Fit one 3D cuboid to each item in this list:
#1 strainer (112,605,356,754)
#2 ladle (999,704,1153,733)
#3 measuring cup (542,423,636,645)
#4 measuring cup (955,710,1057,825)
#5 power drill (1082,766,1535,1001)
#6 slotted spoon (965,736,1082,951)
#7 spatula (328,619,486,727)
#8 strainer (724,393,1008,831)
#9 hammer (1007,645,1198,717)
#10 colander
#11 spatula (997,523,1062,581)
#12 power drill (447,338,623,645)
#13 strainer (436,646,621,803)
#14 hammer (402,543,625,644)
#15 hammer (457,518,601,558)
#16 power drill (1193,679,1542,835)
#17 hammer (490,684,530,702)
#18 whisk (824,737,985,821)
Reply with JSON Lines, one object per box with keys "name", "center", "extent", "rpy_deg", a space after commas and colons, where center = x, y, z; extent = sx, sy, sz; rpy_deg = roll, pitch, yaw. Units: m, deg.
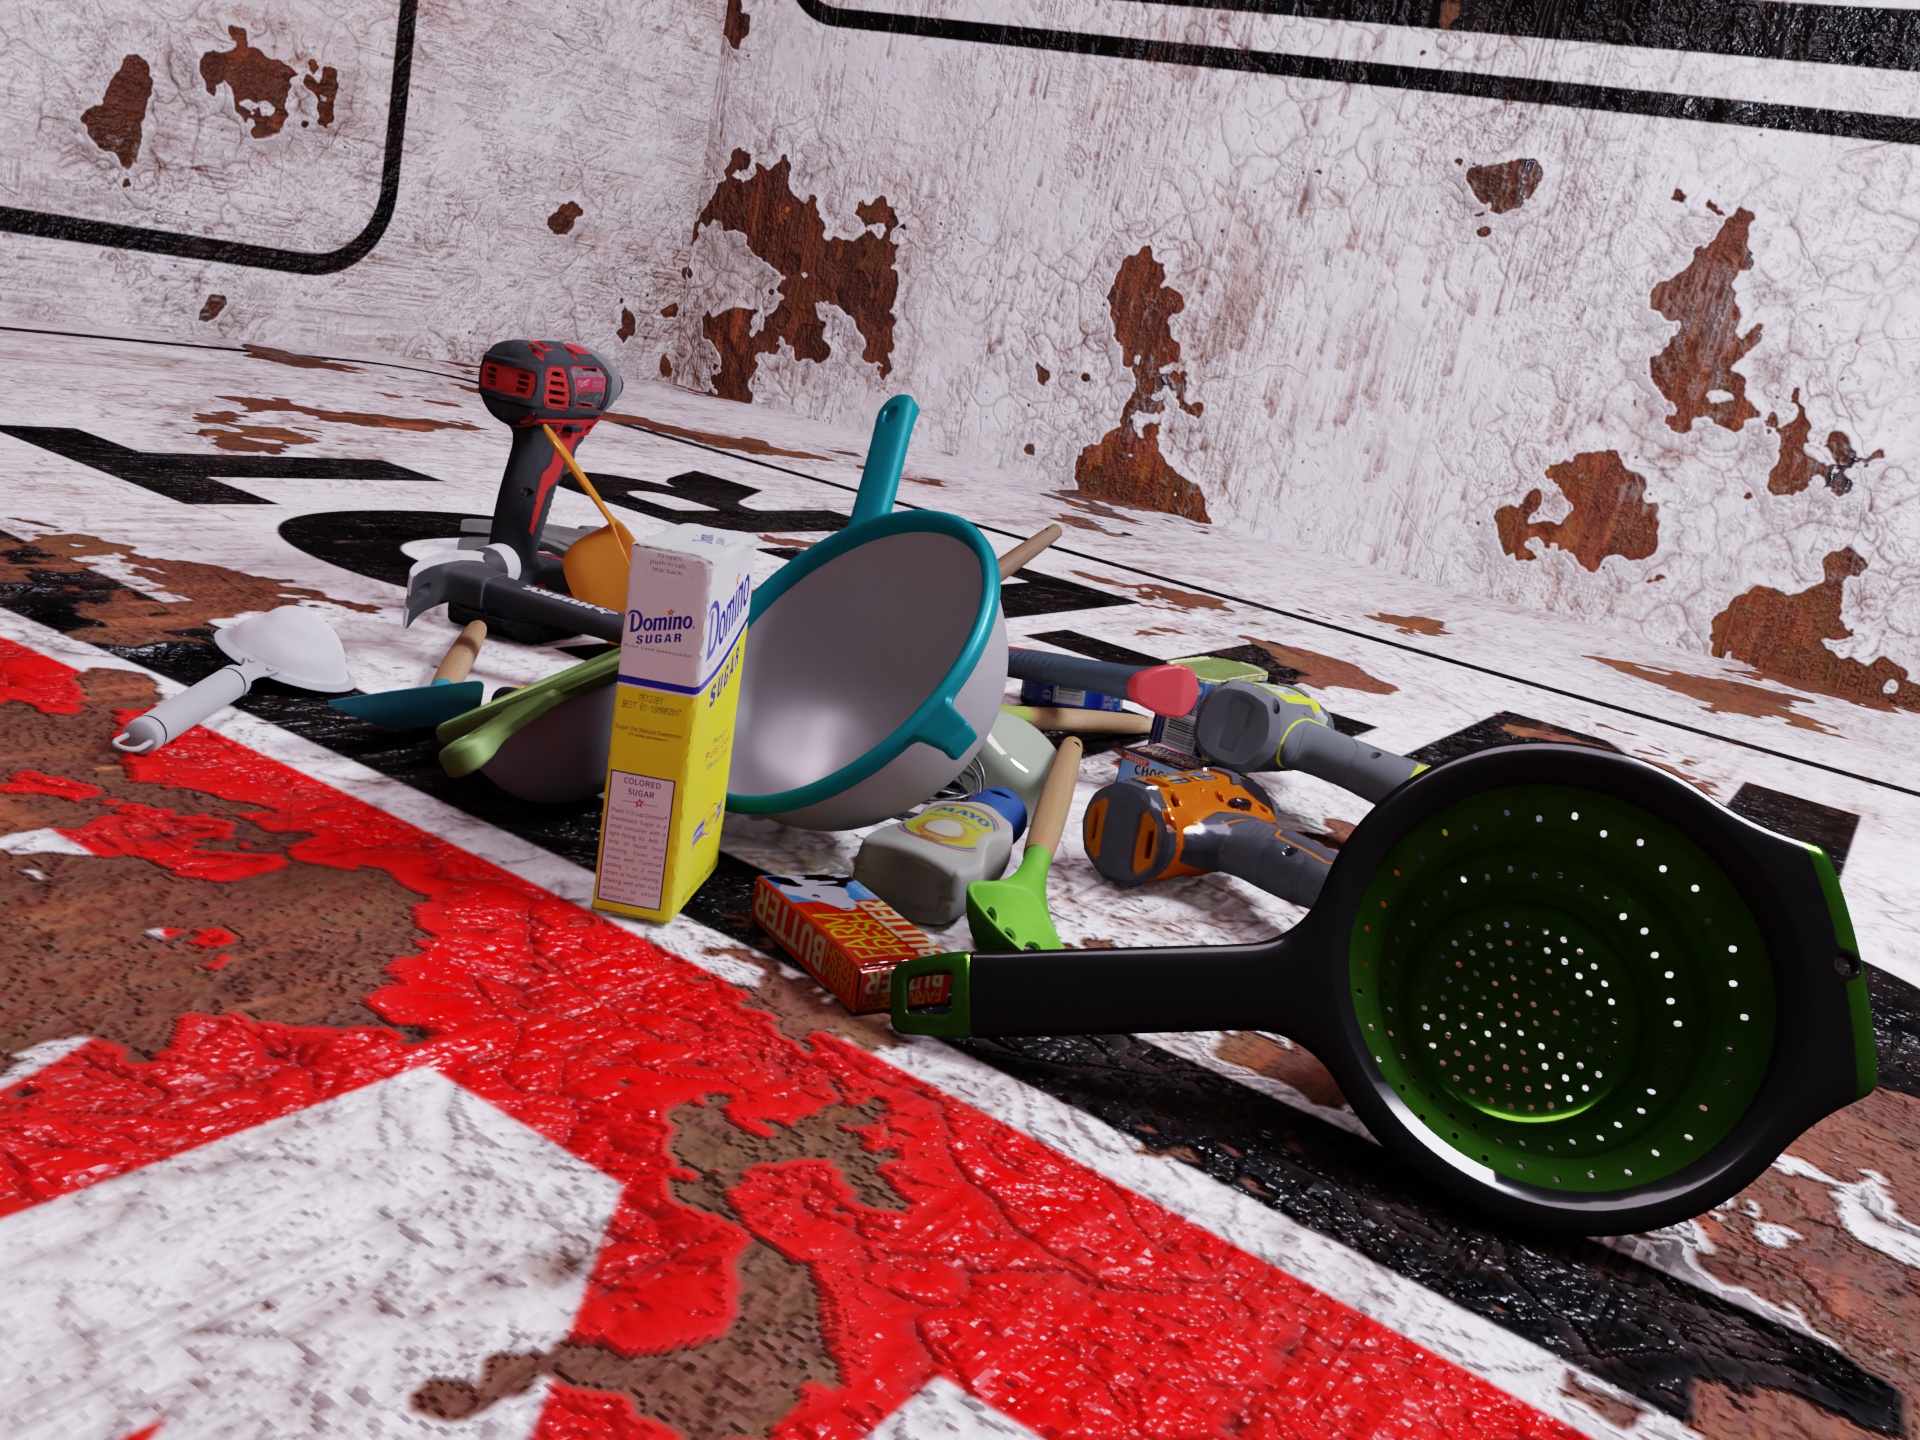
{"name": "strainer", "center": [-0.416, -0.026, 0.921], "extent": [0.087, 0.050, 0.258], "rpy_deg": [25, 17, -6]}
{"name": "ladle", "center": [0.058, 0.009, 1.175], "extent": [0.078, 0.062, 0.320], "rpy_deg": [29, 15, 33]}
{"name": "measuring cup", "center": [-0.275, -0.131, 1.161], "extent": [0.052, 0.173, 0.095], "rpy_deg": [-28, 28, 2]}
{"name": "measuring cup", "center": [-0.002, -0.003, 1.008], "extent": [0.167, 0.038, 0.083], "rpy_deg": [42, 26, 1]}
{"name": "power drill", "center": [0.205, 0.081, 0.920], "extent": [0.227, 0.084, 0.164], "rpy_deg": [18, 15, 39]}
{"name": "slotted spoon", "center": [0.047, 0.067, 0.873], "extent": [0.070, 0.031, 0.314], "rpy_deg": [40, 21, -5]}
{"name": "spatula", "center": [-0.328, -0.037, 1.018], "extent": [0.082, 0.044, 0.318], "rpy_deg": [-9, 16, -8]}
{"name": "strainer", "center": [-0.042, -0.059, 0.937], "extent": [0.211, 0.095, 0.341], "rpy_deg": [-18, 41, 27]}
{"name": "hammer", "center": [0.037, -0.047, 1.236], "extent": [0.143, 0.038, 0.386], "rpy_deg": [0, 9, -42]}
{"name": "colander", "center": [0.171, 0.123, 0.699], "extent": [0.397, 0.205, 0.094], "rpy_deg": [-3, -21, 6]}
{"name": "spatula", "center": [-0.019, -0.082, 1.223], "extent": [0.060, 0.018, 0.316], "rpy_deg": [1, 30, 45]}
{"name": "power drill", "center": [-0.313, -0.177, 1.208], "extent": [0.078, 0.219, 0.143], "rpy_deg": [16, 15, 16]}
{"name": "strainer", "center": [-0.203, 0.014, 0.816], "extent": [0.151, 0.069, 0.256], "rpy_deg": [-21, 10, 6]}
{"name": "hammer", "center": [-0.205, -0.054, 1.051], "extent": [0.335, 0.035, 0.146], "rpy_deg": [16, 17, 10]}
{"name": "hammer", "center": [-0.284, -0.120, 1.386], "extent": [0.359, 0.036, 0.149], "rpy_deg": [23, 18, 39]}
{"name": "power drill", "center": [0.294, 0.035, 1.118], "extent": [0.229, 0.080, 0.190], "rpy_deg": [25, 11, 27]}
{"name": "hammer", "center": [-0.206, -0.033, 1.110], "extent": [0.127, 0.034, 0.337], "rpy_deg": [14, 15, 24]}
{"name": "whisk", "center": [-0.101, 0.022, 0.974], "extent": [0.239, 0.055, 0.055], "rpy_deg": [10, 14, 10]}
